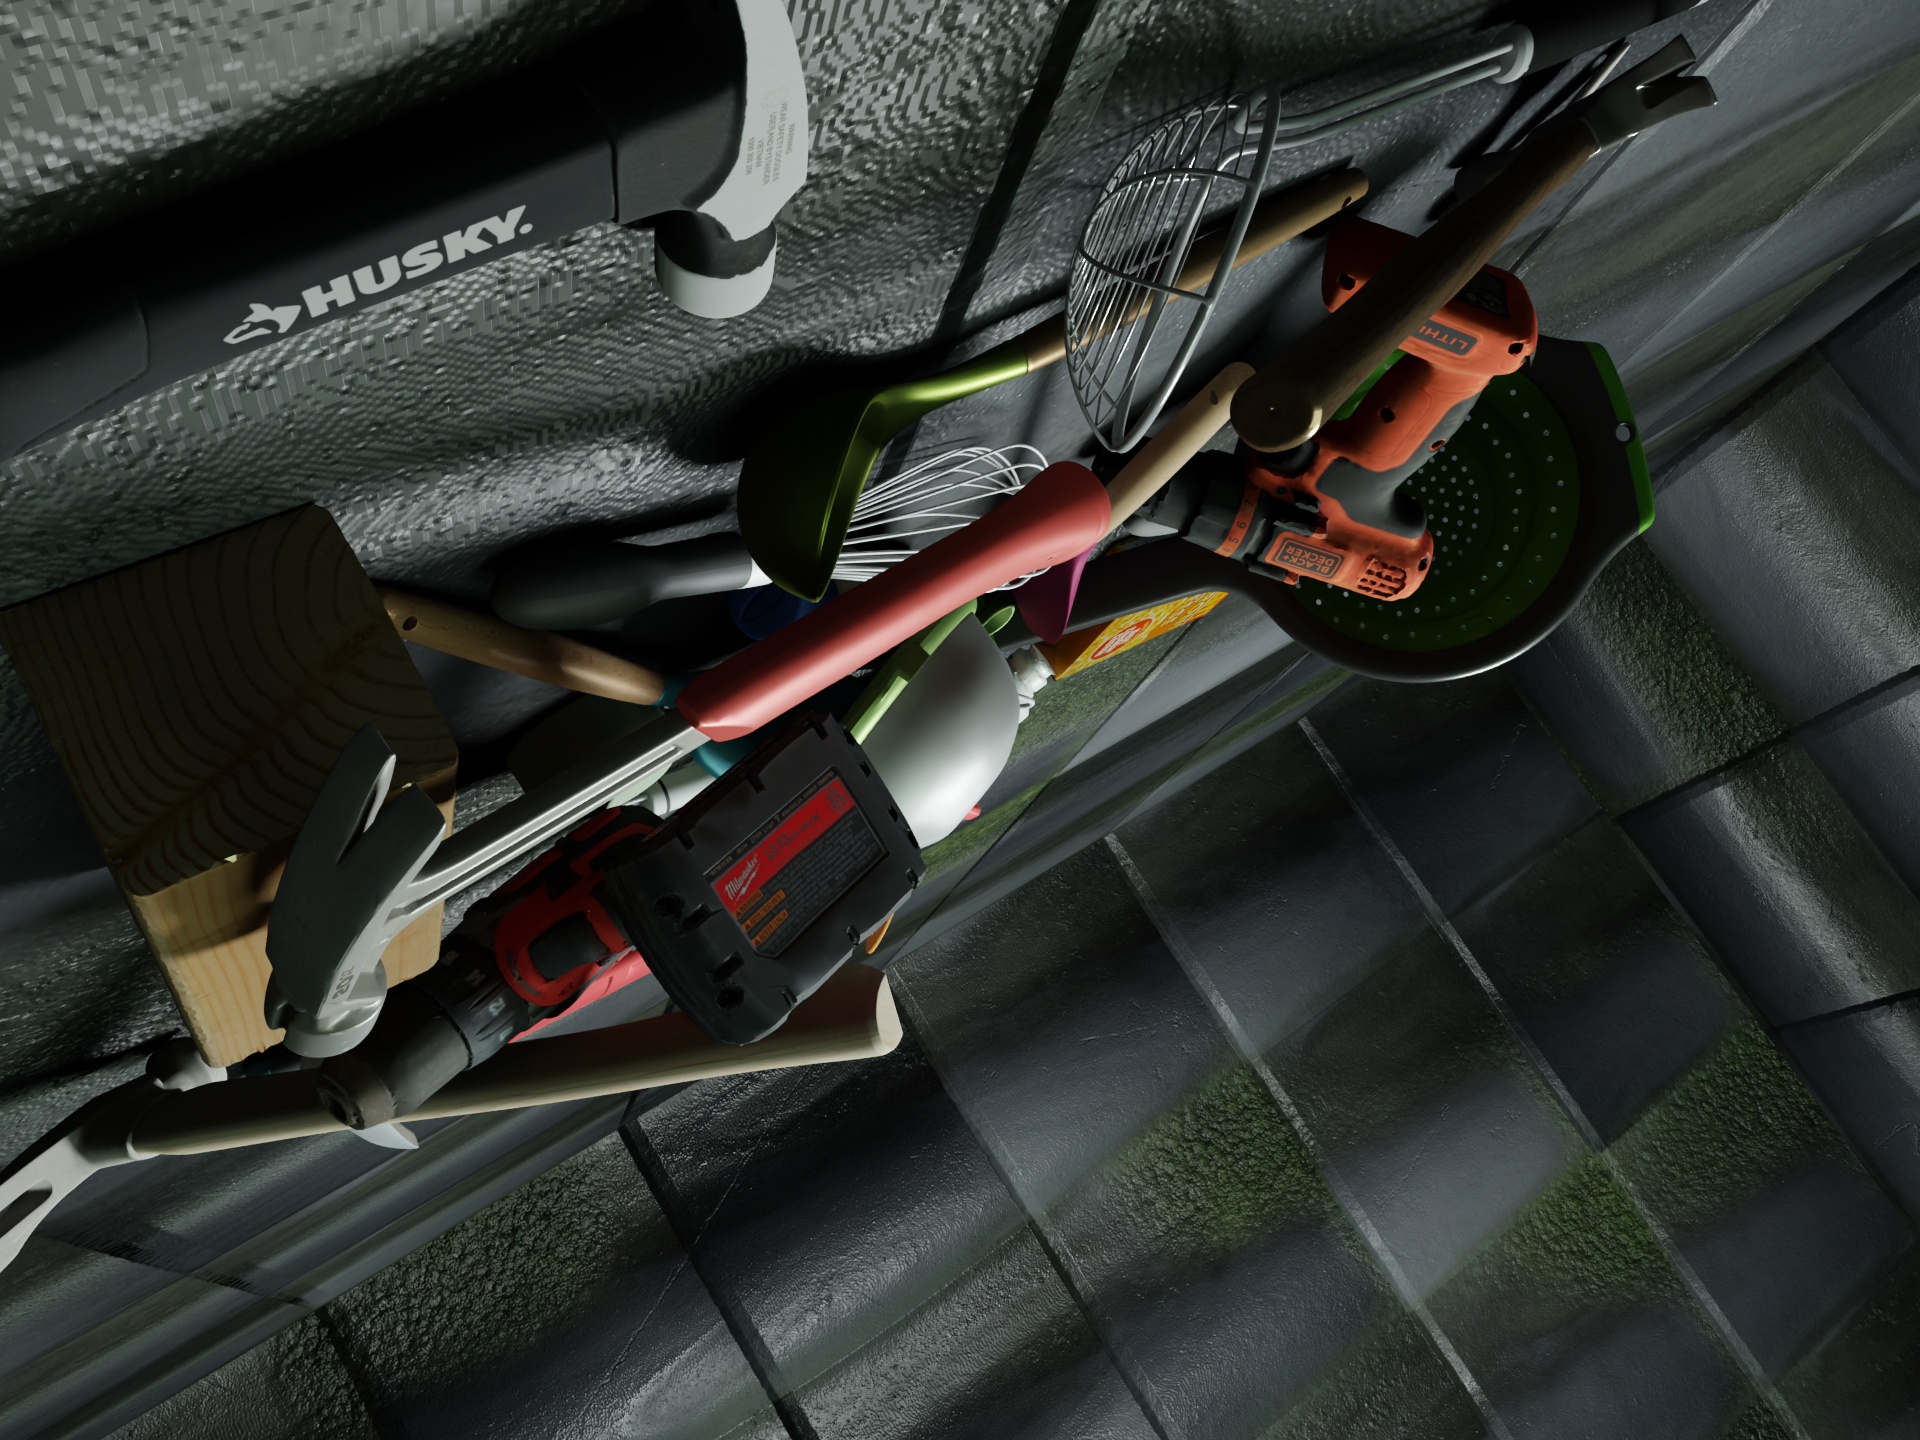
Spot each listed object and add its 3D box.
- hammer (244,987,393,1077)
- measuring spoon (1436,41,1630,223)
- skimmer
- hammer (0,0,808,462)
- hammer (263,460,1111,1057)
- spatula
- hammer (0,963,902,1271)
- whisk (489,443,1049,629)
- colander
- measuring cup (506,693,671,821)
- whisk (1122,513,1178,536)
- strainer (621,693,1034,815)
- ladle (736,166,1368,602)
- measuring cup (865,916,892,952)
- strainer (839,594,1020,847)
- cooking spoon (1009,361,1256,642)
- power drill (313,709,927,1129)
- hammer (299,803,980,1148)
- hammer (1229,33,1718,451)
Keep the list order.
[{"bbox_3d":[-0.279,0.139,0.971,0.331,0.033,0.128,-30,168,-14],"label":"hammer"},{"bbox_3d":[0.273,-0.279,0.772,0.124,0.018,0.034,-50,174,37],"label":"measuring spoon"},{"bbox_3d":[0.181,-0.210,0.593,0.363,0.090,0.127,-28,167,-24],"label":"skimmer"},{"bbox_3d":[-0.178,-0.075,0.315,0.335,0.035,0.146,-29,169,-18],"label":"hammer"},{"bbox_3d":[-0.056,-0.021,0.518,0.359,0.037,0.149,-35,171,-43],"label":"hammer"},{"bbox_3d":[-0.131,-0.013,0.652,0.082,0.044,0.317,-57,161,4],"label":"spatula"},{"bbox_3d":[-0.226,0.164,0.698,0.410,0.038,0.146,-11,-164,15],"label":"hammer"},{"bbox_3d":[-0.060,-0.070,0.638,0.284,0.070,0.070,-16,160,-43],"label":"whisk"},{"bbox_3d":[0.179,-0.102,0.918,0.397,0.204,0.094,-16,179,10],"label":"colander"},{"bbox_3d":[-0.149,0.017,0.781,0.083,0.038,0.167,-37,166,20],"label":"measuring cup"},{"bbox_3d":[0.186,-0.145,1.017,0.239,0.055,0.055,-18,162,-39],"label":"whisk"},{"bbox_3d":[-0.072,0.007,0.869,0.258,0.050,0.087,-20,170,-30],"label":"strainer"},{"bbox_3d":[0.050,-0.143,0.616,0.320,0.062,0.078,-32,162,-21],"label":"ladle"},{"bbox_3d":[-0.046,0.054,0.985,0.095,0.052,0.174,-6,-119,63],"label":"measuring cup"},{"bbox_3d":[-0.001,-0.003,0.784,0.151,0.069,0.256,-54,177,29],"label":"strainer"},{"bbox_3d":[0.069,-0.097,0.737,0.017,0.069,0.319,-20,174,-16],"label":"cooking spoon"},{"bbox_3d":[-0.143,0.087,0.632,0.227,0.080,0.188,-19,-163,46],"label":"power drill"},{"bbox_3d":[-0.165,0.129,0.906,0.386,0.038,0.143,-26,157,-14],"label":"hammer"},{"bbox_3d":[0.198,-0.188,0.620,0.130,0.031,0.331,-24,-166,50],"label":"hammer"}]
